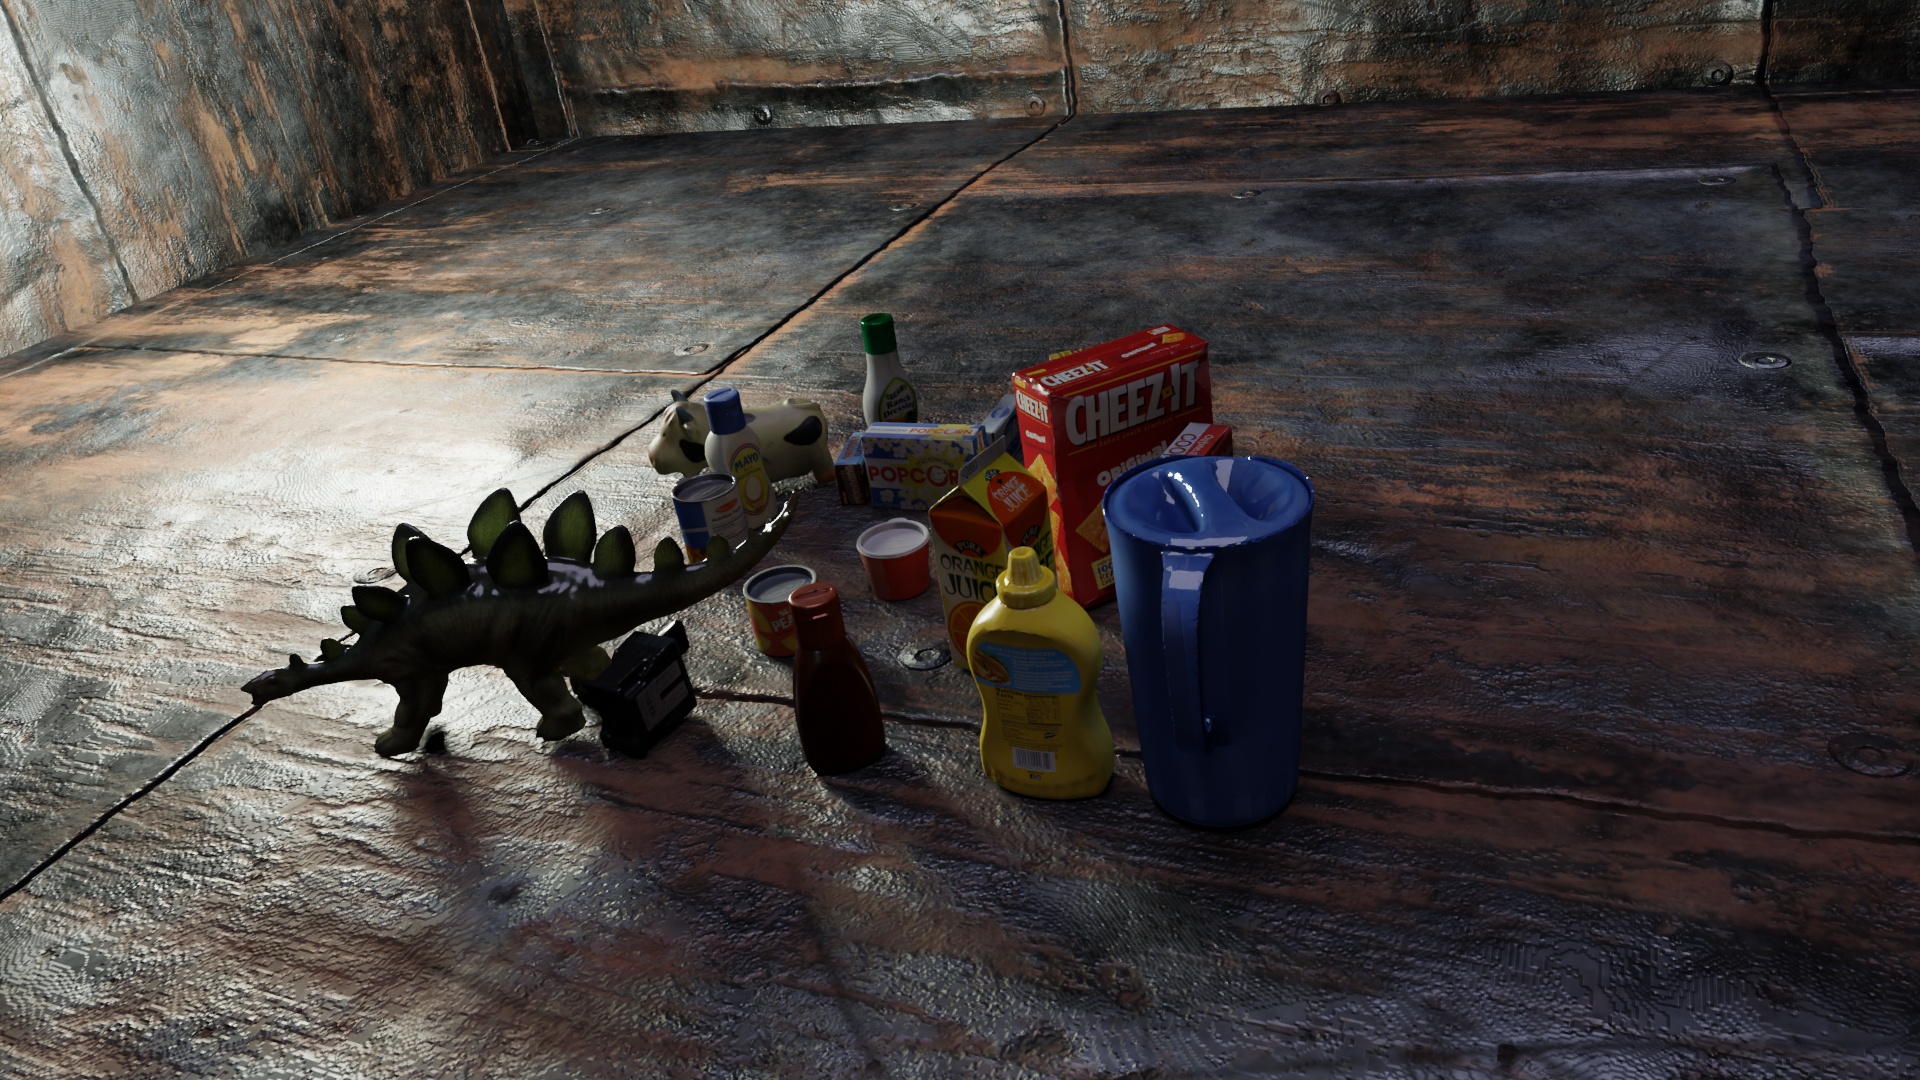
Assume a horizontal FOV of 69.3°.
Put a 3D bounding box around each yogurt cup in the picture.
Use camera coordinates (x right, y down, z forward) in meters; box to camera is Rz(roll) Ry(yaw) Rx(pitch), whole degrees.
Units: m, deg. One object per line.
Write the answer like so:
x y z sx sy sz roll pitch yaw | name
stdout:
-0.059 0.020 1.293 0.072 0.053 0.073 -7 28 4 | yogurt cup

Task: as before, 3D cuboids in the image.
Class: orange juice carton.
0.029 0.014 1.133 0.073 0.191 0.072 11 34 32 | orange juice carton

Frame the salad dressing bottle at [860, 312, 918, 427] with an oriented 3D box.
-0.085 -0.183 1.578 0.064 0.147 0.044 -25 32 -29 | salad dressing bottle

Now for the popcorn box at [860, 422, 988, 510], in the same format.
-0.034 -0.076 1.430 0.127 0.084 0.038 3 30 21 | popcorn box

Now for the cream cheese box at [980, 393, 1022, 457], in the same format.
0.045 -0.115 1.516 0.024 0.053 0.104 3 30 22 | cream cheese box

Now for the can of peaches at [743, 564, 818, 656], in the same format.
-0.154 0.063 1.235 0.071 0.057 0.071 -7 28 4 | can of peaches

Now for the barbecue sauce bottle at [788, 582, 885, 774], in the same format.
-0.098 0.104 1.048 0.065 0.147 0.044 -15 28 -12 | barbecue sauce bottle

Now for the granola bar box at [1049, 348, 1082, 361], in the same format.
0.127 -0.106 1.402 0.039 0.123 0.166 -10 28 -2 | granola bar box

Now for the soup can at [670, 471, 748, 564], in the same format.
-0.248 -0.018 1.384 0.071 0.083 0.072 -7 28 4 | soup can

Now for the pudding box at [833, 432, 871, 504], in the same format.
-0.108 -0.079 1.494 0.030 0.049 0.084 -2 29 13 | pudding box

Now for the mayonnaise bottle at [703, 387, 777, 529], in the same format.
-0.231 -0.083 1.432 0.041 0.147 0.065 18 38 41 | mayonnaise bottle

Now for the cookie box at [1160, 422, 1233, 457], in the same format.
0.188 0.004 1.134 0.040 0.166 0.123 8 32 29 | cookie box

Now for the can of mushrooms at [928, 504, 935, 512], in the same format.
0.005 -0.017 1.366 0.071 0.033 0.071 -7 28 4 | can of mushrooms
